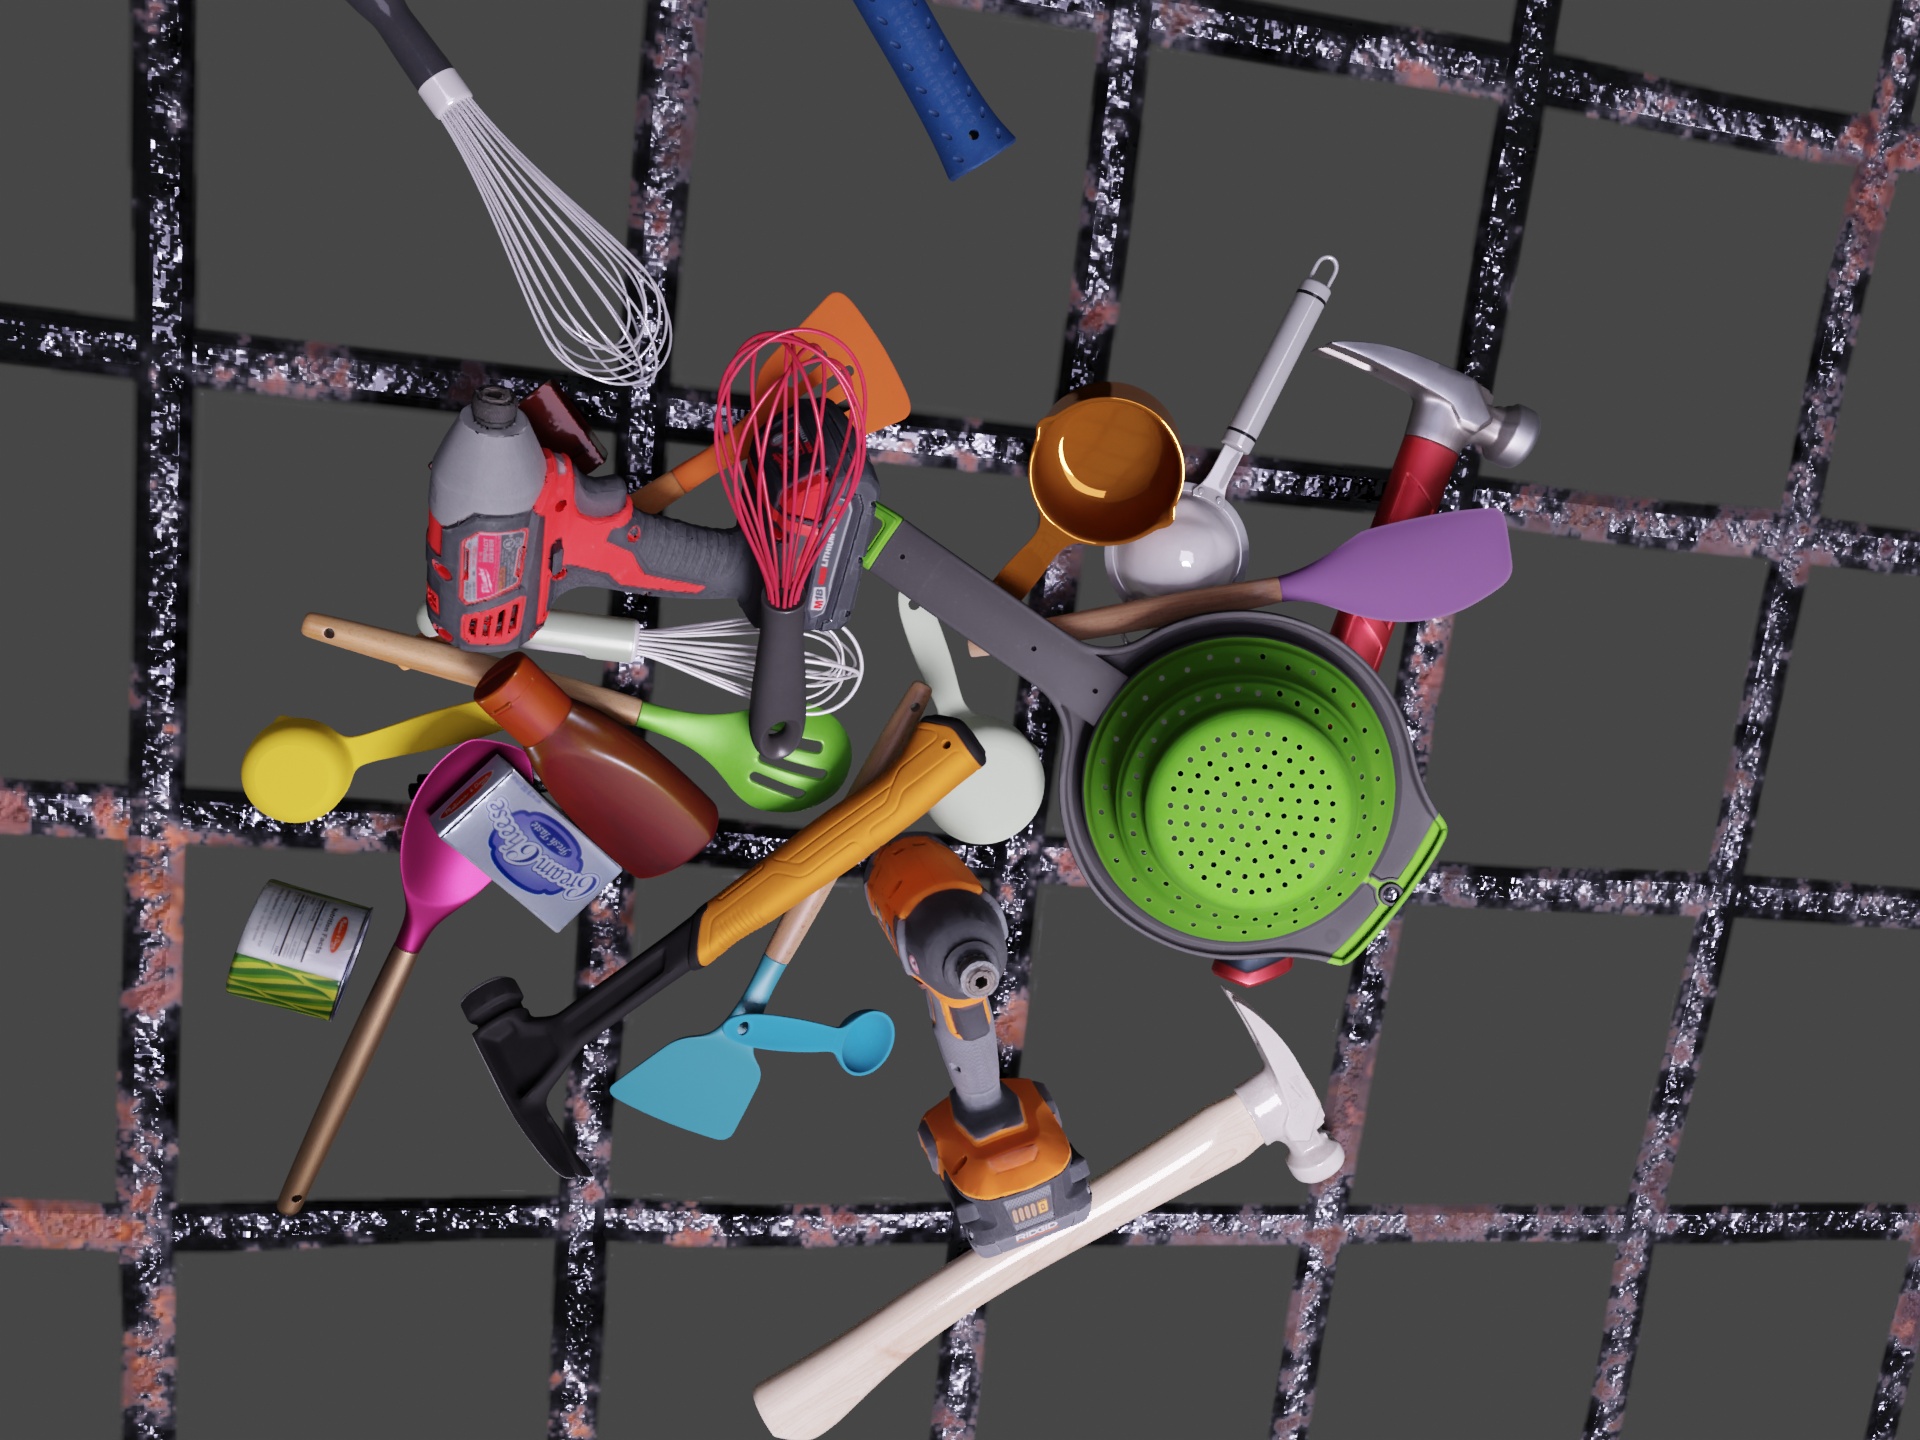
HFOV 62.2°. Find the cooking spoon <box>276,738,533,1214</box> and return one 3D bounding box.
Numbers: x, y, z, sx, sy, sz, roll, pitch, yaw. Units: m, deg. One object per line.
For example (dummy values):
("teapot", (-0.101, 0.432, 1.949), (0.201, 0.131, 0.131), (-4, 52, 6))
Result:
("cooking spoon", (-0.326, 0.150, 0.907), (0.068, 0.017, 0.319), (18, 105, -41))

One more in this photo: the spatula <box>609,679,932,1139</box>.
("spatula", (-0.100, 0.114, 0.946), (0.082, 0.044, 0.317), (28, 95, -17))

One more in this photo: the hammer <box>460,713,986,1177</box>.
("hammer", (-0.123, 0.114, 0.899), (0.337, 0.034, 0.127), (-37, 68, 3))

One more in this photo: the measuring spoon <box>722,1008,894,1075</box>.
("measuring spoon", (-0.094, 0.186, 0.953), (0.128, 0.021, 0.042), (17, 91, -41))

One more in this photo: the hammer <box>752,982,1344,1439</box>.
("hammer", (0.045, 0.331, 1.030), (0.410, 0.038, 0.146), (-31, 105, -3))

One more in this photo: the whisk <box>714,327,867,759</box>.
("whisk", (-0.088, -0.076, 0.793), (0.073, 0.073, 0.295), (-3, 141, -11))

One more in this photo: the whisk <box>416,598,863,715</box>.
("whisk", (-0.174, -0.042, 0.884), (0.246, 0.058, 0.059), (7, 94, -15))

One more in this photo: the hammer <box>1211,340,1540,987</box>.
("hammer", (0.216, -0.030, 0.951), (0.143, 0.038, 0.386), (21, 89, -10))

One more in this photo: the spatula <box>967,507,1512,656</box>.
("spatula", (0.160, -0.069, 0.922), (0.316, 0.018, 0.059), (-10, 100, 5))

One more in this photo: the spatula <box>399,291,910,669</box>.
("spatula", (-0.177, -0.121, 0.889), (0.322, 0.041, 0.081), (-32, 108, 1))

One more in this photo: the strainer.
("strainer", (0.160, -0.159, 0.942), (0.087, 0.050, 0.258), (27, 93, -2))

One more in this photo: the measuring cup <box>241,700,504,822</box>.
("measuring cup", (-0.320, 0.015, 0.884), (0.156, 0.029, 0.062), (-16, 105, -6))

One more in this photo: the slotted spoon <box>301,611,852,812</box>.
("slotted spoon", (-0.207, -0.009, 0.894), (0.313, 0.031, 0.070), (17, 103, -17))

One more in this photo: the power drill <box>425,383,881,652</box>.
("power drill", (-0.161, -0.107, 0.820), (0.219, 0.079, 0.143), (-5, 135, -24))

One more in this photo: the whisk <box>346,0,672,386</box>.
("whisk", (-0.246, -0.294, 0.820), (0.070, 0.070, 0.284), (-36, 102, -2))

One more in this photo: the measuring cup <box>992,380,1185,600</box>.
("measuring cup", (0.060, -0.121, 0.929), (0.095, 0.052, 0.173), (35, 119, -11))

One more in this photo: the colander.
("colander", (0.088, -0.004, 0.876), (0.397, 0.094, 0.204), (35, 98, 0))

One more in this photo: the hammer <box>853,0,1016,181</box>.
("hammer", (-0.098, -0.467, 0.818), (0.144, 0.035, 0.405), (-34, 107, -3))

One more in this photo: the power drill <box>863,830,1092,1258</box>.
("power drill", (0.009, 0.191, 0.925), (0.084, 0.164, 0.226), (-18, 108, -10))

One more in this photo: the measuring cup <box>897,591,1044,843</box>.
("measuring cup", (-0.001, -0.003, 0.942), (0.083, 0.038, 0.167), (-22, 107, -6))
